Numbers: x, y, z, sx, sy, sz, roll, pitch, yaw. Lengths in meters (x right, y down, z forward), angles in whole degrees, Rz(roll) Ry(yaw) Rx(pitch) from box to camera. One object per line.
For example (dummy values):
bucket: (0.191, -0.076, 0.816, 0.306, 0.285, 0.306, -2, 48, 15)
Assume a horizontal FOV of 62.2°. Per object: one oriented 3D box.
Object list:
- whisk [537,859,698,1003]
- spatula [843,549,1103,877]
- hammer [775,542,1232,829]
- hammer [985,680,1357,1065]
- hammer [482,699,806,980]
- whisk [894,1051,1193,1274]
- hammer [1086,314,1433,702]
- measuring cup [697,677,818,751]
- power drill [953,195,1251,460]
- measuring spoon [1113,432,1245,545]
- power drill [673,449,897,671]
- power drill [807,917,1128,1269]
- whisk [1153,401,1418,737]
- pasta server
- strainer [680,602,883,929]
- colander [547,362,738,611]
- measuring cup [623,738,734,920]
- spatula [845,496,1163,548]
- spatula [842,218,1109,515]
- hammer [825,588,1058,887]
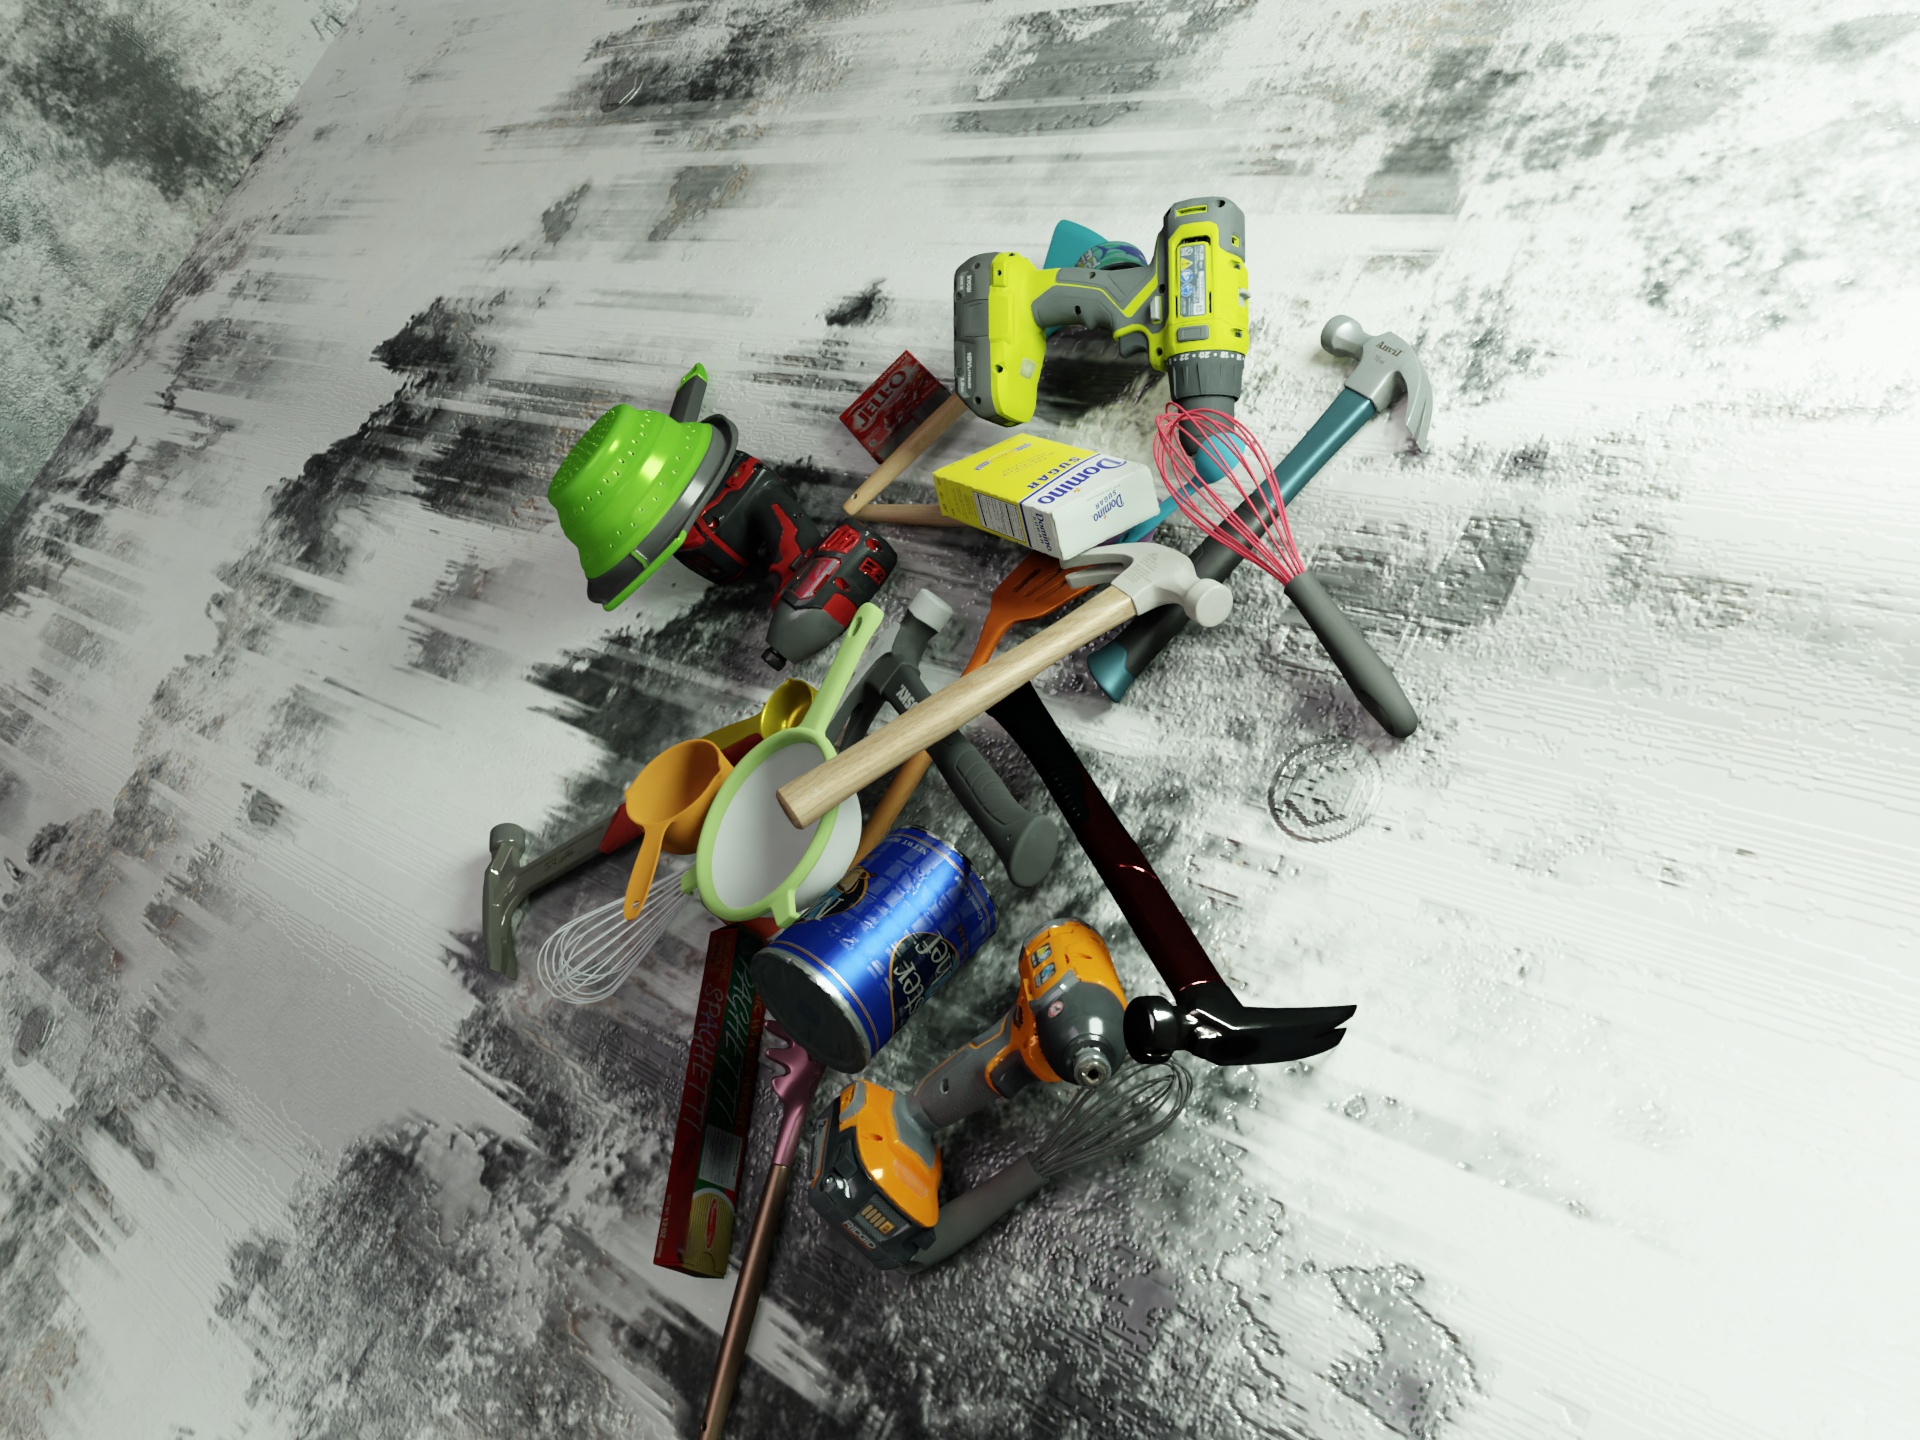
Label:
whisk: (-0.220, 0.132, 1.276, 0.284, 0.070, 0.070, -38, 47, 4)
spatula: (-0.002, -0.004, 1.221, 0.081, 0.041, 0.322, 30, 87, 44)
hammer: (0.019, -0.027, 1.094, 0.331, 0.031, 0.130, -32, 37, -12)
hammer: (0.110, 0.081, 1.051, 0.387, 0.143, 0.038, -119, 38, -52)
hammer: (-0.266, 0.084, 1.347, 0.359, 0.036, 0.149, -29, 50, 19)
whisk: (0.046, 0.279, 0.994, 0.239, 0.055, 0.055, -39, 47, 15)
hammer: (0.210, -0.146, 1.146, 0.331, 0.033, 0.128, -48, 45, 2)
measuring cup: (-0.166, 0.013, 1.281, 0.156, 0.029, 0.062, -21, 54, 36)
power drill: (0.113, -0.292, 1.236, 0.228, 0.080, 0.190, 0, 90, 27)
measuring spoon: (0.155, -0.170, 1.178, 0.128, 0.021, 0.042, -39, 28, 22)
power drill: (-0.163, -0.138, 1.386, 0.143, 0.078, 0.220, -51, 49, -1)
power drill: (0.011, 0.232, 0.985, 0.226, 0.084, 0.164, -42, 13, 8)
whisk: (0.216, -0.107, 1.067, 0.073, 0.073, 0.296, -37, 64, 12)
pasta server: (-0.137, 0.333, 1.099, 0.060, 0.040, 0.316, -10, 58, 46)
strainer: (-0.100, 0.039, 1.174, 0.151, 0.069, 0.256, 8, 69, 51)
colander: (-0.298, -0.260, 1.472, 0.204, 0.094, 0.398, -38, 29, 24)
measuring cup: (-0.219, 0.095, 1.229, 0.095, 0.052, 0.174, -14, 44, 25)
spatula: (0.027, -0.168, 1.302, 0.316, 0.018, 0.060, 7, 64, 37)
spatula: (0.009, -0.297, 1.369, 0.317, 0.044, 0.082, -45, 49, -1)
hammer: (-0.012, 0.025, 1.134, 0.146, 0.035, 0.335, -52, 31, 9)
